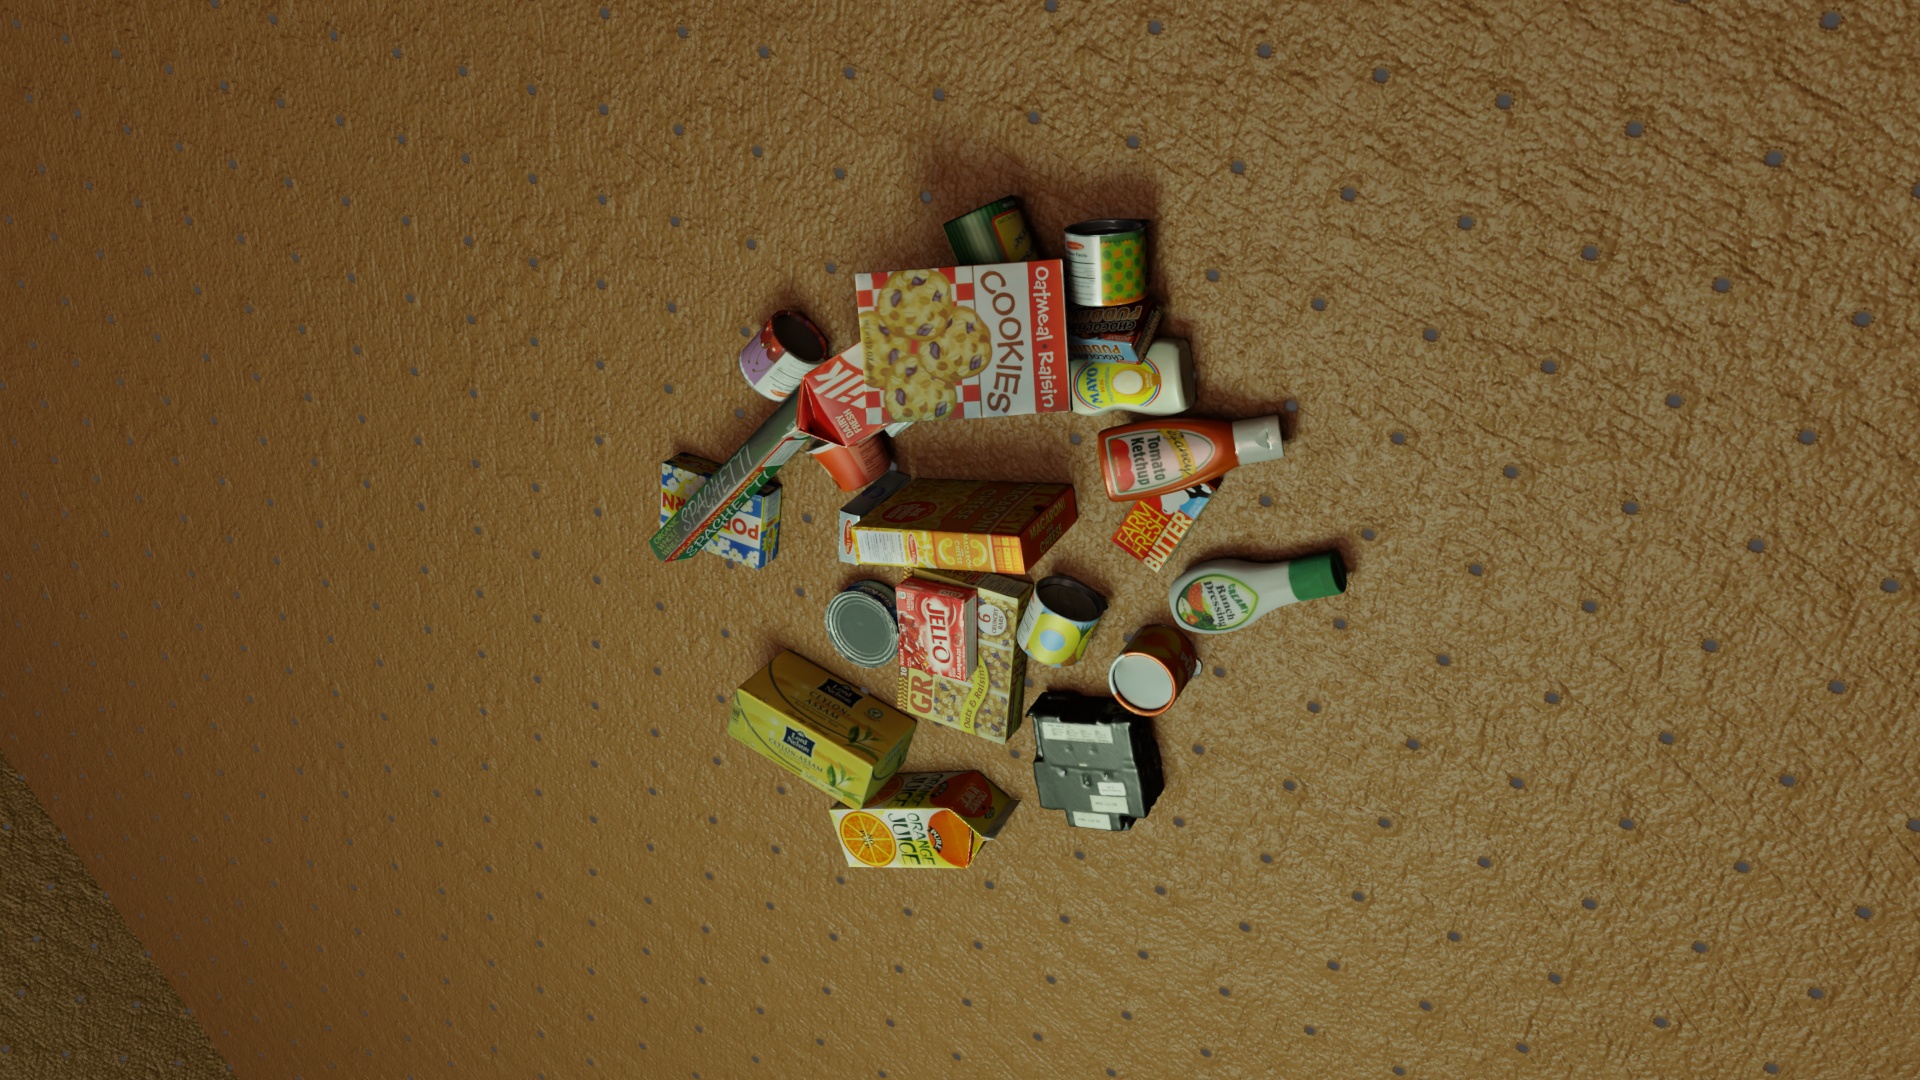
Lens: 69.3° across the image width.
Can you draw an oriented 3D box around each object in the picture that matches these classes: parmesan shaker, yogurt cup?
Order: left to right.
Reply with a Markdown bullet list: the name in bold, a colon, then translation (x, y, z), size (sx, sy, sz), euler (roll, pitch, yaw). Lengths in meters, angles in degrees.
- **yogurt cup**: translation (-0.102, -0.082, 1.316), size (0.072, 0.073, 0.054), euler (-18, 111, 33)
- **parmesan shaker**: translation (0.033, -0.230, 1.169), size (0.071, 0.071, 0.103), euler (-16, 103, 33)

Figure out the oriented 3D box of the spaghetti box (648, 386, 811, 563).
- **spaghetti box**: translation (-0.209, -0.065, 1.352), size (0.249, 0.050, 0.029), euler (-42, 78, 21)

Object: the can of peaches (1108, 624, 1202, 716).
- **can of peaches**: translation (0.176, 0.118, 1.258), size (0.071, 0.058, 0.071), euler (12, 117, 24)

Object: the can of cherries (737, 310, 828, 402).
- **can of cherries**: translation (-0.167, -0.176, 1.308), size (0.071, 0.072, 0.058), euler (49, 125, 1)

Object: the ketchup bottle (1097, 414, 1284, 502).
- **ketchup bottle**: translation (0.191, -0.074, 1.152), size (0.149, 0.043, 0.064), euler (-10, 94, 14)

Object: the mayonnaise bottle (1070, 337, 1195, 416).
- **mayonnaise bottle**: translation (0.123, -0.134, 1.182), size (0.148, 0.041, 0.064), euler (-2, 104, 29)

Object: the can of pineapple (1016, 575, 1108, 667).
- **can of pineapple**: translation (0.093, 0.075, 1.279), size (0.071, 0.071, 0.057), euler (29, 123, 14)

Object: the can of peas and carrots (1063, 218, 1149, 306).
- **can of peas and carrots**: translation (0.121, -0.227, 1.129), size (0.071, 0.071, 0.058), euler (7, 116, 26)

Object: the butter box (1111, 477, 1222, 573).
- **butter box**: translation (0.179, -0.025, 1.212), size (0.053, 0.024, 0.103), euler (37, 124, 11)

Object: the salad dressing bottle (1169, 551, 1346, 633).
- **salad dressing bottle**: translation (0.254, 0.041, 1.189), size (0.147, 0.044, 0.064), euler (-15, 103, 33)

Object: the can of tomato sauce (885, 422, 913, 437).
- **can of tomato sauce**: translation (-0.061, -0.147, 1.264), size (0.071, 0.071, 0.083), euler (-36, 93, 35)

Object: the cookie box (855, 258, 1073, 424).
- **cookie box**: translation (0.004, -0.161, 1.128), size (0.167, 0.040, 0.122), euler (-3, 97, 5)

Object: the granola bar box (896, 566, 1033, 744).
- **granola bar box**: translation (0.002, 0.105, 1.358), size (0.124, 0.039, 0.164), euler (16, 119, 22)

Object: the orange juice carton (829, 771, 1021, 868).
- **orange juice carton**: translation (-0.033, 0.290, 1.441), size (0.192, 0.072, 0.073), euler (-8, 109, 31)

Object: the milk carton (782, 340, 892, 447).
- **milk carton**: translation (-0.067, -0.138, 1.193), size (0.190, 0.072, 0.073), euler (-31, 93, 4)

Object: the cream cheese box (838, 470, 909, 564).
- **cream cheese box**: translation (-0.081, -0.022, 1.306), size (0.024, 0.104, 0.053), euler (15, 120, 19)

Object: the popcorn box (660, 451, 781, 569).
- **popcorn box**: translation (-0.248, -0.031, 1.433), size (0.127, 0.038, 0.084), euler (19, 119, 20)

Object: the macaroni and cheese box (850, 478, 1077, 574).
- **macaroni and cheese box**: translation (0.004, -0.016, 1.250), size (0.166, 0.124, 0.040), euler (3, 114, 27)

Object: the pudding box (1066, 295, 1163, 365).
- **pudding box**: translation (0.119, -0.174, 1.149), size (0.084, 0.050, 0.030), euler (12, 154, 36)
